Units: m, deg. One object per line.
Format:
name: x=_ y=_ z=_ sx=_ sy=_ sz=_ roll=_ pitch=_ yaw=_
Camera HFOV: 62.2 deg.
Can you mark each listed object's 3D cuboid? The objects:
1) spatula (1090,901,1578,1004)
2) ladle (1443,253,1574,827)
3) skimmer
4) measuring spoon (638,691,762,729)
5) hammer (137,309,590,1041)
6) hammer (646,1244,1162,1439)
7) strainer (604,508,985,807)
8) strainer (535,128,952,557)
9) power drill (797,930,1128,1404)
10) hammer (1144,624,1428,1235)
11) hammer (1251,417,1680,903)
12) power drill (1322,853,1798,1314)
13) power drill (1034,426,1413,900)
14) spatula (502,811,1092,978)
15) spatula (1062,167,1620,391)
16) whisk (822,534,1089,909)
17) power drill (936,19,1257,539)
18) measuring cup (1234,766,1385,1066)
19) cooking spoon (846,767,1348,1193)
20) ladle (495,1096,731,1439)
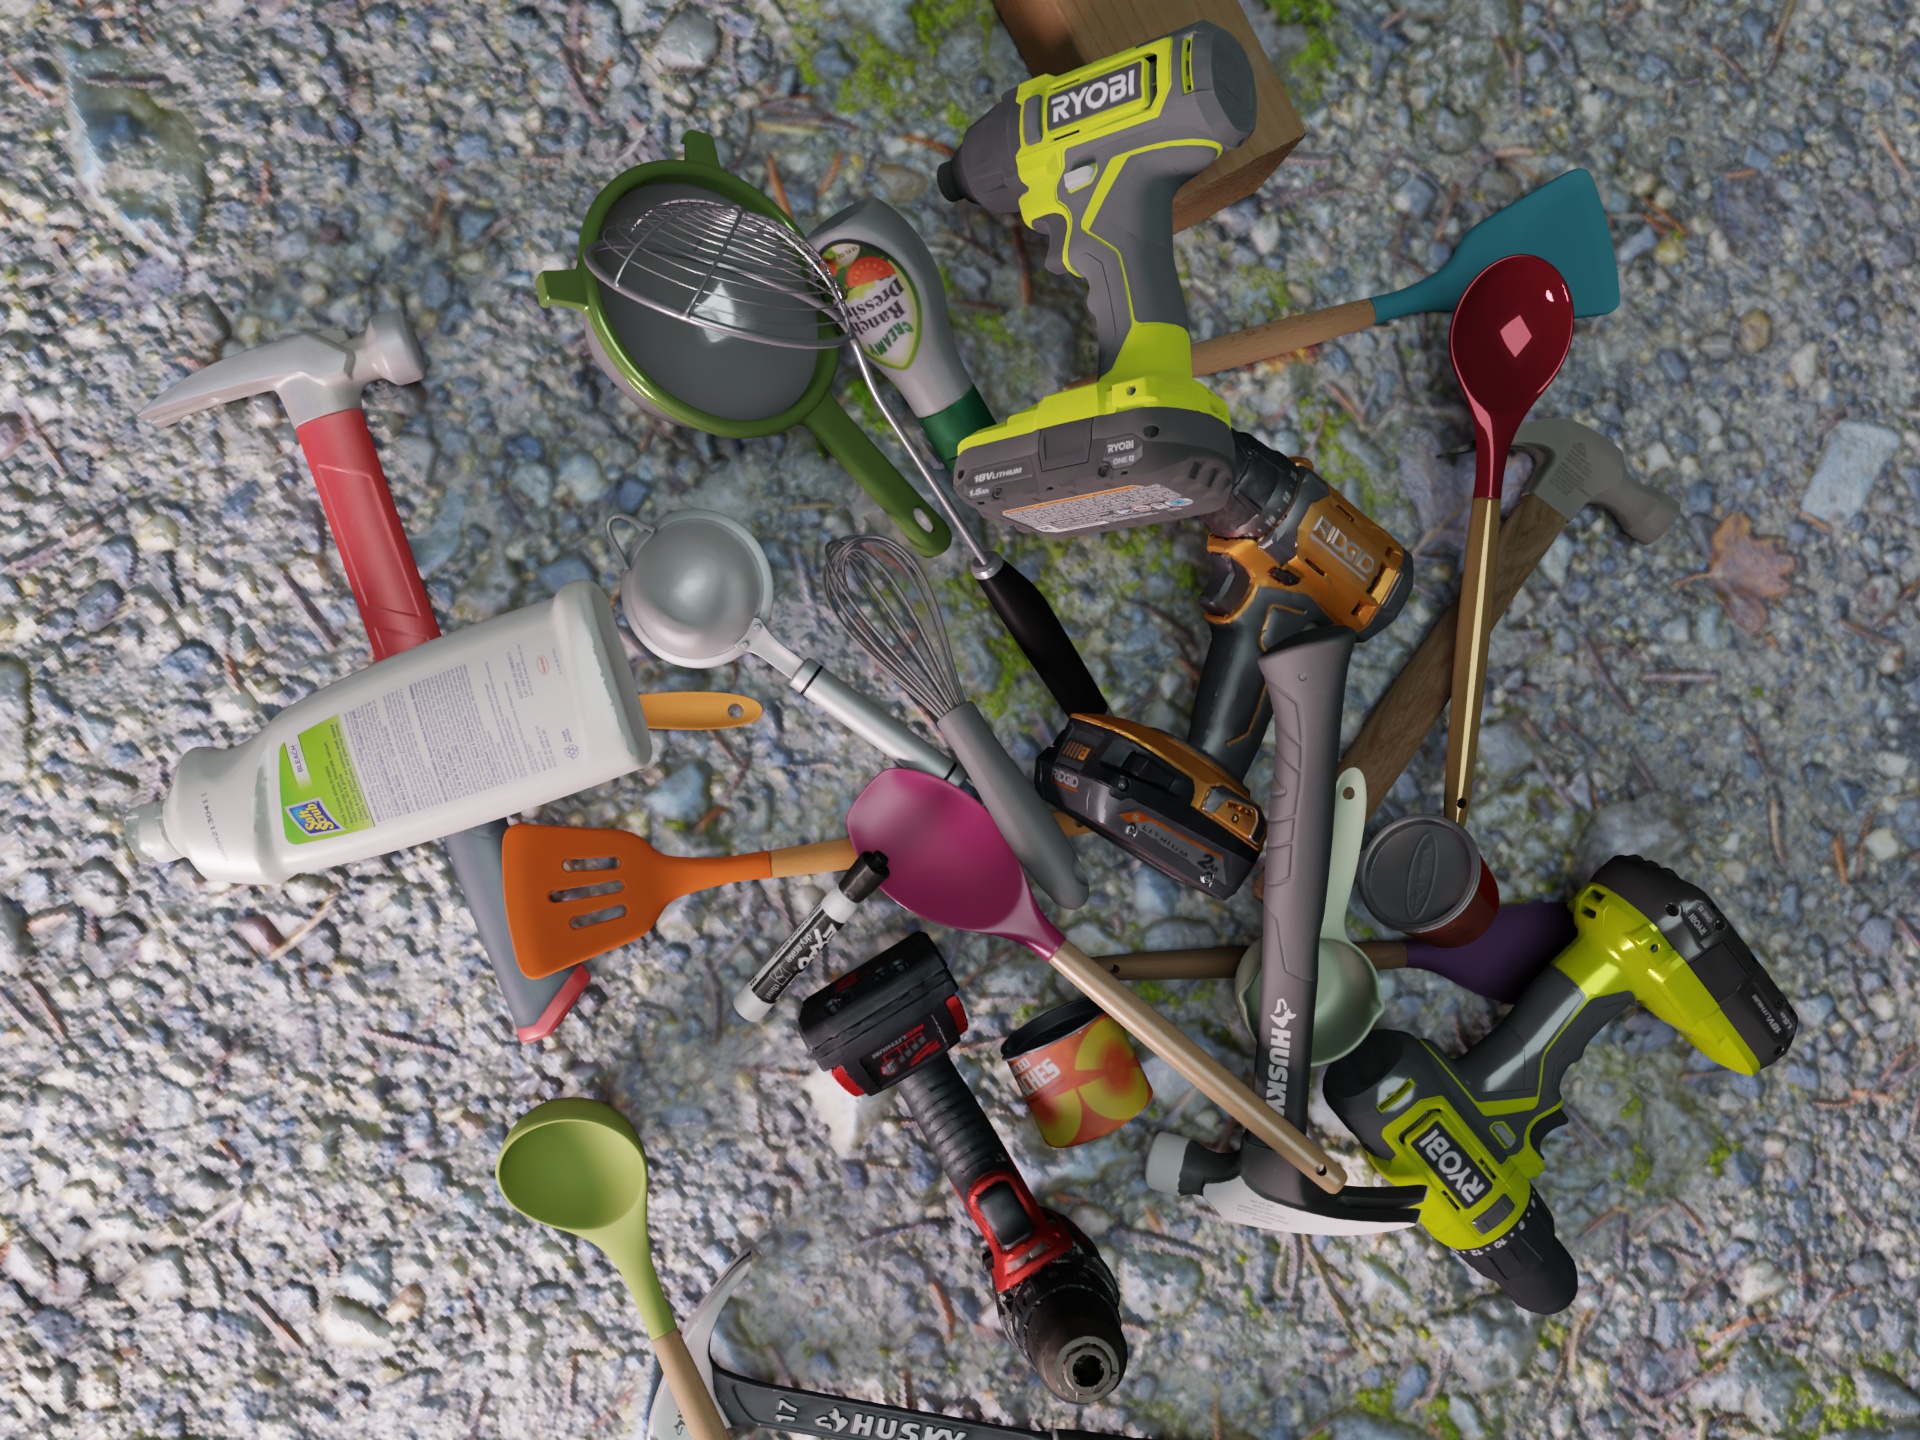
spatula: x=0.227 y=0.137 z=0.904 sx=0.316 sy=0.018 sz=0.060 roll=-1 pitch=88 yaw=-8
ladle: x=0.290 y=-0.096 z=0.880 sx=0.069 sy=0.031 sz=0.315 roll=6 pitch=91 yaw=-4
skimmer: x=-0.043 y=-0.110 z=0.809 sx=0.090 sy=0.127 sz=0.363 roll=-32 pitch=118 yaw=9
measuring spoon: x=-0.167 y=-0.005 z=0.867 sx=0.117 sy=0.011 sz=0.021 roll=0 pitch=85 yaw=-10
hammer: x=-0.297 y=-0.011 z=0.836 sx=0.143 sy=0.038 sz=0.386 roll=-19 pitch=91 yaw=-5
hammer: x=0.037 y=0.394 z=0.871 sx=0.409 sy=0.036 sz=0.149 roll=12 pitch=87 yaw=-7
strainer: x=-0.089 y=-0.030 z=0.855 sx=0.258 sy=0.050 sz=0.087 roll=36 pitch=103 yaw=-5
strainer: x=-0.108 y=-0.175 z=0.853 sx=0.256 sy=0.069 sz=0.151 roll=46 pitch=53 yaw=-21
power drill: x=0.009 y=0.225 z=0.796 sx=0.080 sy=0.188 sz=0.227 roll=-31 pitch=89 yaw=-5
hammer: x=0.173 y=0.113 z=0.803 sx=0.146 sy=0.035 sz=0.334 roll=9 pitch=112 yaw=24
hammer: x=0.269 y=-0.030 z=0.906 sx=0.130 sy=0.031 sz=0.331 roll=36 pitch=86 yaw=-5
power drill: x=0.340 y=0.204 z=0.884 sx=0.228 sy=0.080 sz=0.190 roll=-41 pitch=102 yaw=0
power drill: x=0.127 y=-0.042 z=0.841 sx=0.185 sy=0.084 sz=0.226 roll=33 pitch=84 yaw=-30
spatula: x=-0.078 y=0.075 z=0.857 sx=0.322 sy=0.041 sz=0.081 roll=-7 pitch=87 yaw=-9
spatula: x=0.210 y=-0.227 z=0.896 sx=0.317 sy=0.044 sz=0.082 roll=-17 pitch=98 yaw=-6
whisk: x=-0.002 y=-0.002 z=0.841 sx=0.055 sy=0.055 sz=0.239 roll=-32 pitch=79 yaw=-6
power drill: x=0.060 y=-0.210 z=0.783 sx=0.171 sy=0.080 sz=0.223 roll=-6 pitch=79 yaw=36
measuring cup: x=0.194 y=0.104 z=0.864 sx=0.083 sy=0.038 sz=0.167 roll=7 pitch=100 yaw=-9
cooking spoon: x=0.070 y=0.137 z=0.829 sx=0.319 sy=0.017 sz=0.069 roll=39 pitch=85 yaw=9
ladle: x=-0.144 y=0.340 z=0.807 sx=0.078 sy=0.062 sz=0.320 roll=-30 pitch=79 yaw=11
